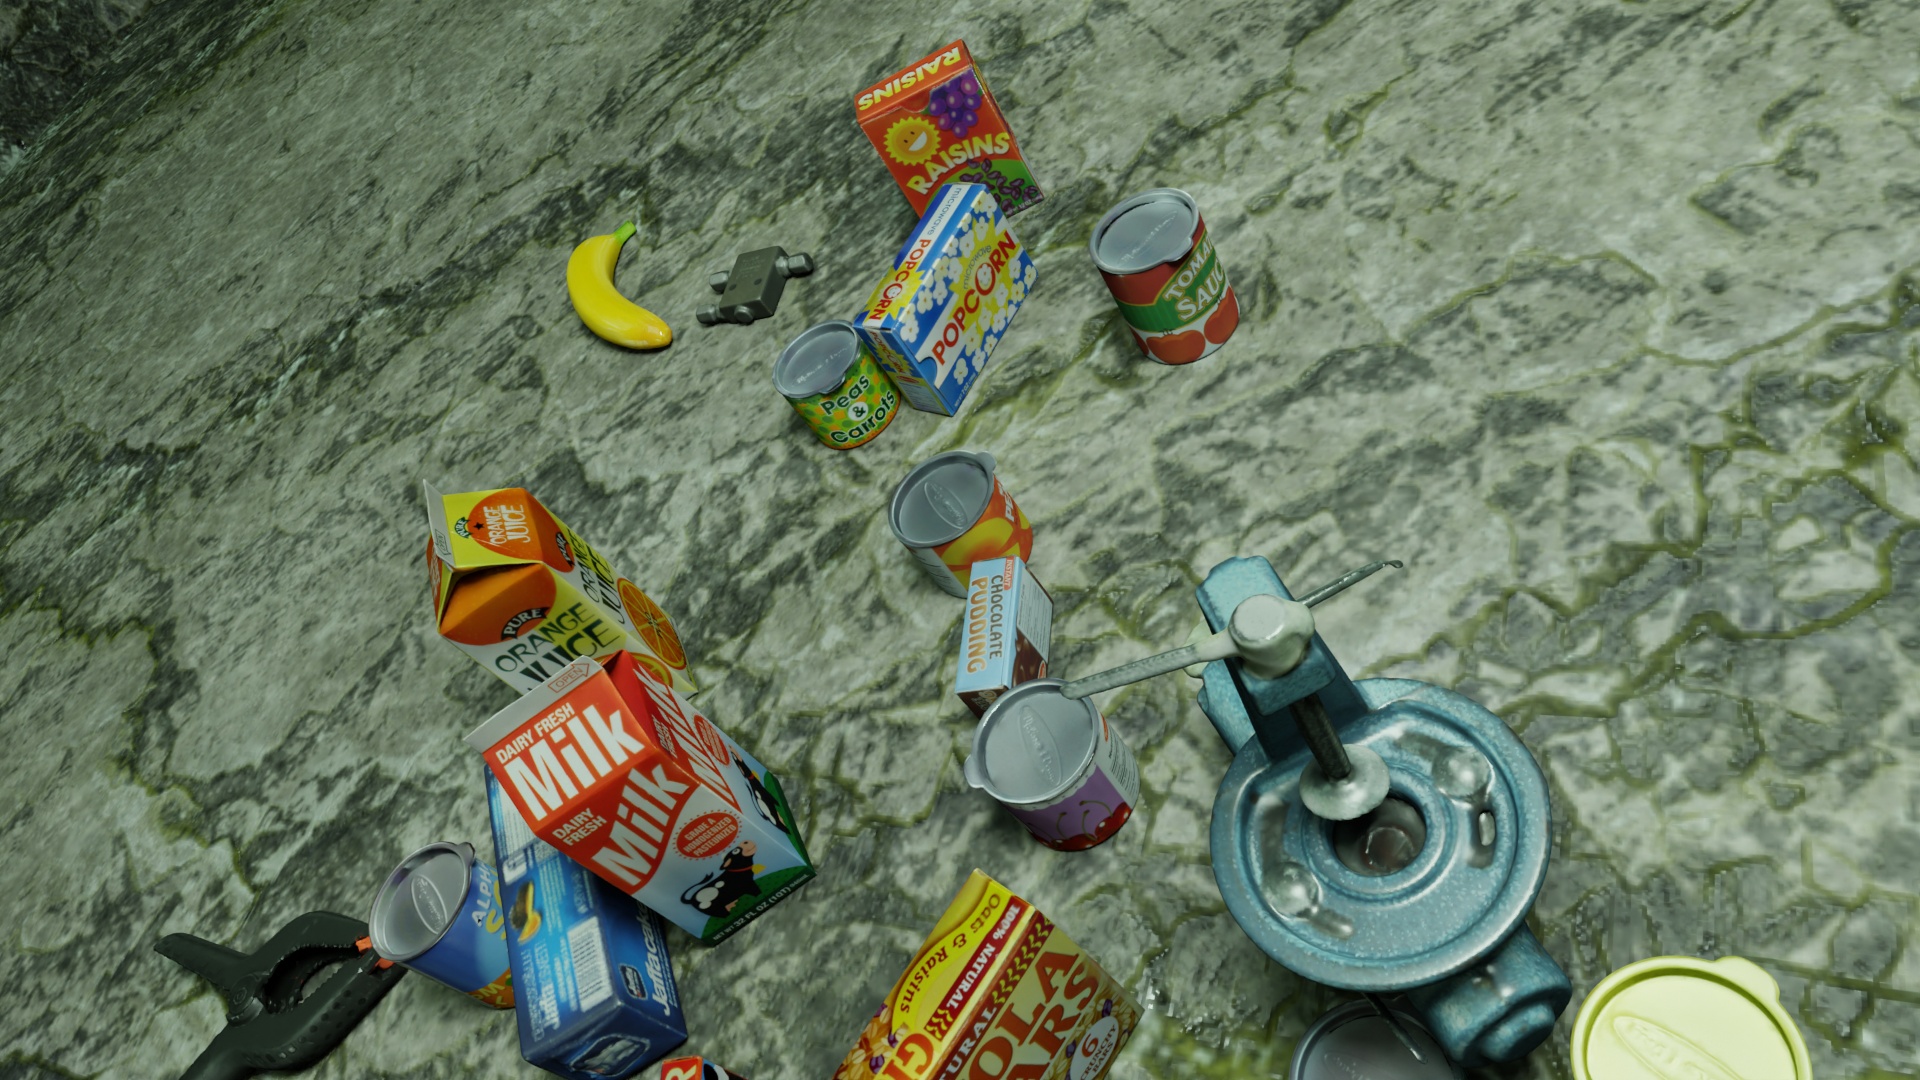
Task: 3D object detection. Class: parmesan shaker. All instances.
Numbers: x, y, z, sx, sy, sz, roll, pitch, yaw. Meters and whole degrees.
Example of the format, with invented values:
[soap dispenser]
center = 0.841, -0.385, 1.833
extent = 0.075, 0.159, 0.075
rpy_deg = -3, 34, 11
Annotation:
[parmesan shaker]
center = 0.247, 0.186, 0.462
extent = 0.071, 0.102, 0.072
rpy_deg = -17, 49, 20

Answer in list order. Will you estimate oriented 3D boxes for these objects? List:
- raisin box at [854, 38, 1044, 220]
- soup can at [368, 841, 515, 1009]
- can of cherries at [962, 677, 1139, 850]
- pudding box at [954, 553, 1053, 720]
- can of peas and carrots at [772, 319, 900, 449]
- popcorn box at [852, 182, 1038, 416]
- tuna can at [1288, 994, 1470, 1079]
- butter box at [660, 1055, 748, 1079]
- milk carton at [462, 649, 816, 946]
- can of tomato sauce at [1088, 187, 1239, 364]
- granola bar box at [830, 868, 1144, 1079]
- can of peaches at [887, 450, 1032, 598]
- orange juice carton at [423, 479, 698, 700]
[raisin box]
center = -0.007, -0.271, 0.962
extent = 0.086, 0.123, 0.040
rpy_deg = -23, 47, 14
[soup can]
center = -0.268, 0.212, 0.767
extent = 0.071, 0.083, 0.072
rpy_deg = -16, 49, 20
[can of cherries]
center = 0.045, 0.110, 0.676
extent = 0.071, 0.058, 0.072
rpy_deg = -16, 49, 20
[pudding box]
center = 0.024, 0.055, 0.737
extent = 0.030, 0.049, 0.084
rpy_deg = -11, 51, 24
[can of peas and carrots]
center = -0.080, -0.101, 0.918
extent = 0.071, 0.058, 0.071
rpy_deg = -16, 49, 20
[popcorn box]
center = -0.007, -0.157, 0.898
extent = 0.038, 0.085, 0.127
rpy_deg = 13, 63, 38
[tuna can]
center = 0.165, 0.213, 0.539
extent = 0.071, 0.032, 0.071
rpy_deg = -16, 49, 20
[butter box]
center = -0.119, 0.295, 0.633
extent = 0.024, 0.053, 0.104
rpy_deg = -16, 49, 20
[milk carton]
center = -0.157, 0.123, 0.695
extent = 0.072, 0.190, 0.074
rpy_deg = -36, 45, 3
[can of tomato sauce]
center = 0.123, -0.154, 0.819
extent = 0.071, 0.083, 0.071
rpy_deg = -16, 49, 20
[granola bar box]
center = -0.002, 0.232, 0.562
extent = 0.039, 0.124, 0.166
rpy_deg = 23, 70, 41
[can of peaches]
center = 0.003, -0.010, 0.796
extent = 0.071, 0.058, 0.071
rpy_deg = -16, 49, 20
[orange juice carton]
center = -0.243, 0.039, 0.811
extent = 0.073, 0.192, 0.072
rpy_deg = -34, 45, 4
